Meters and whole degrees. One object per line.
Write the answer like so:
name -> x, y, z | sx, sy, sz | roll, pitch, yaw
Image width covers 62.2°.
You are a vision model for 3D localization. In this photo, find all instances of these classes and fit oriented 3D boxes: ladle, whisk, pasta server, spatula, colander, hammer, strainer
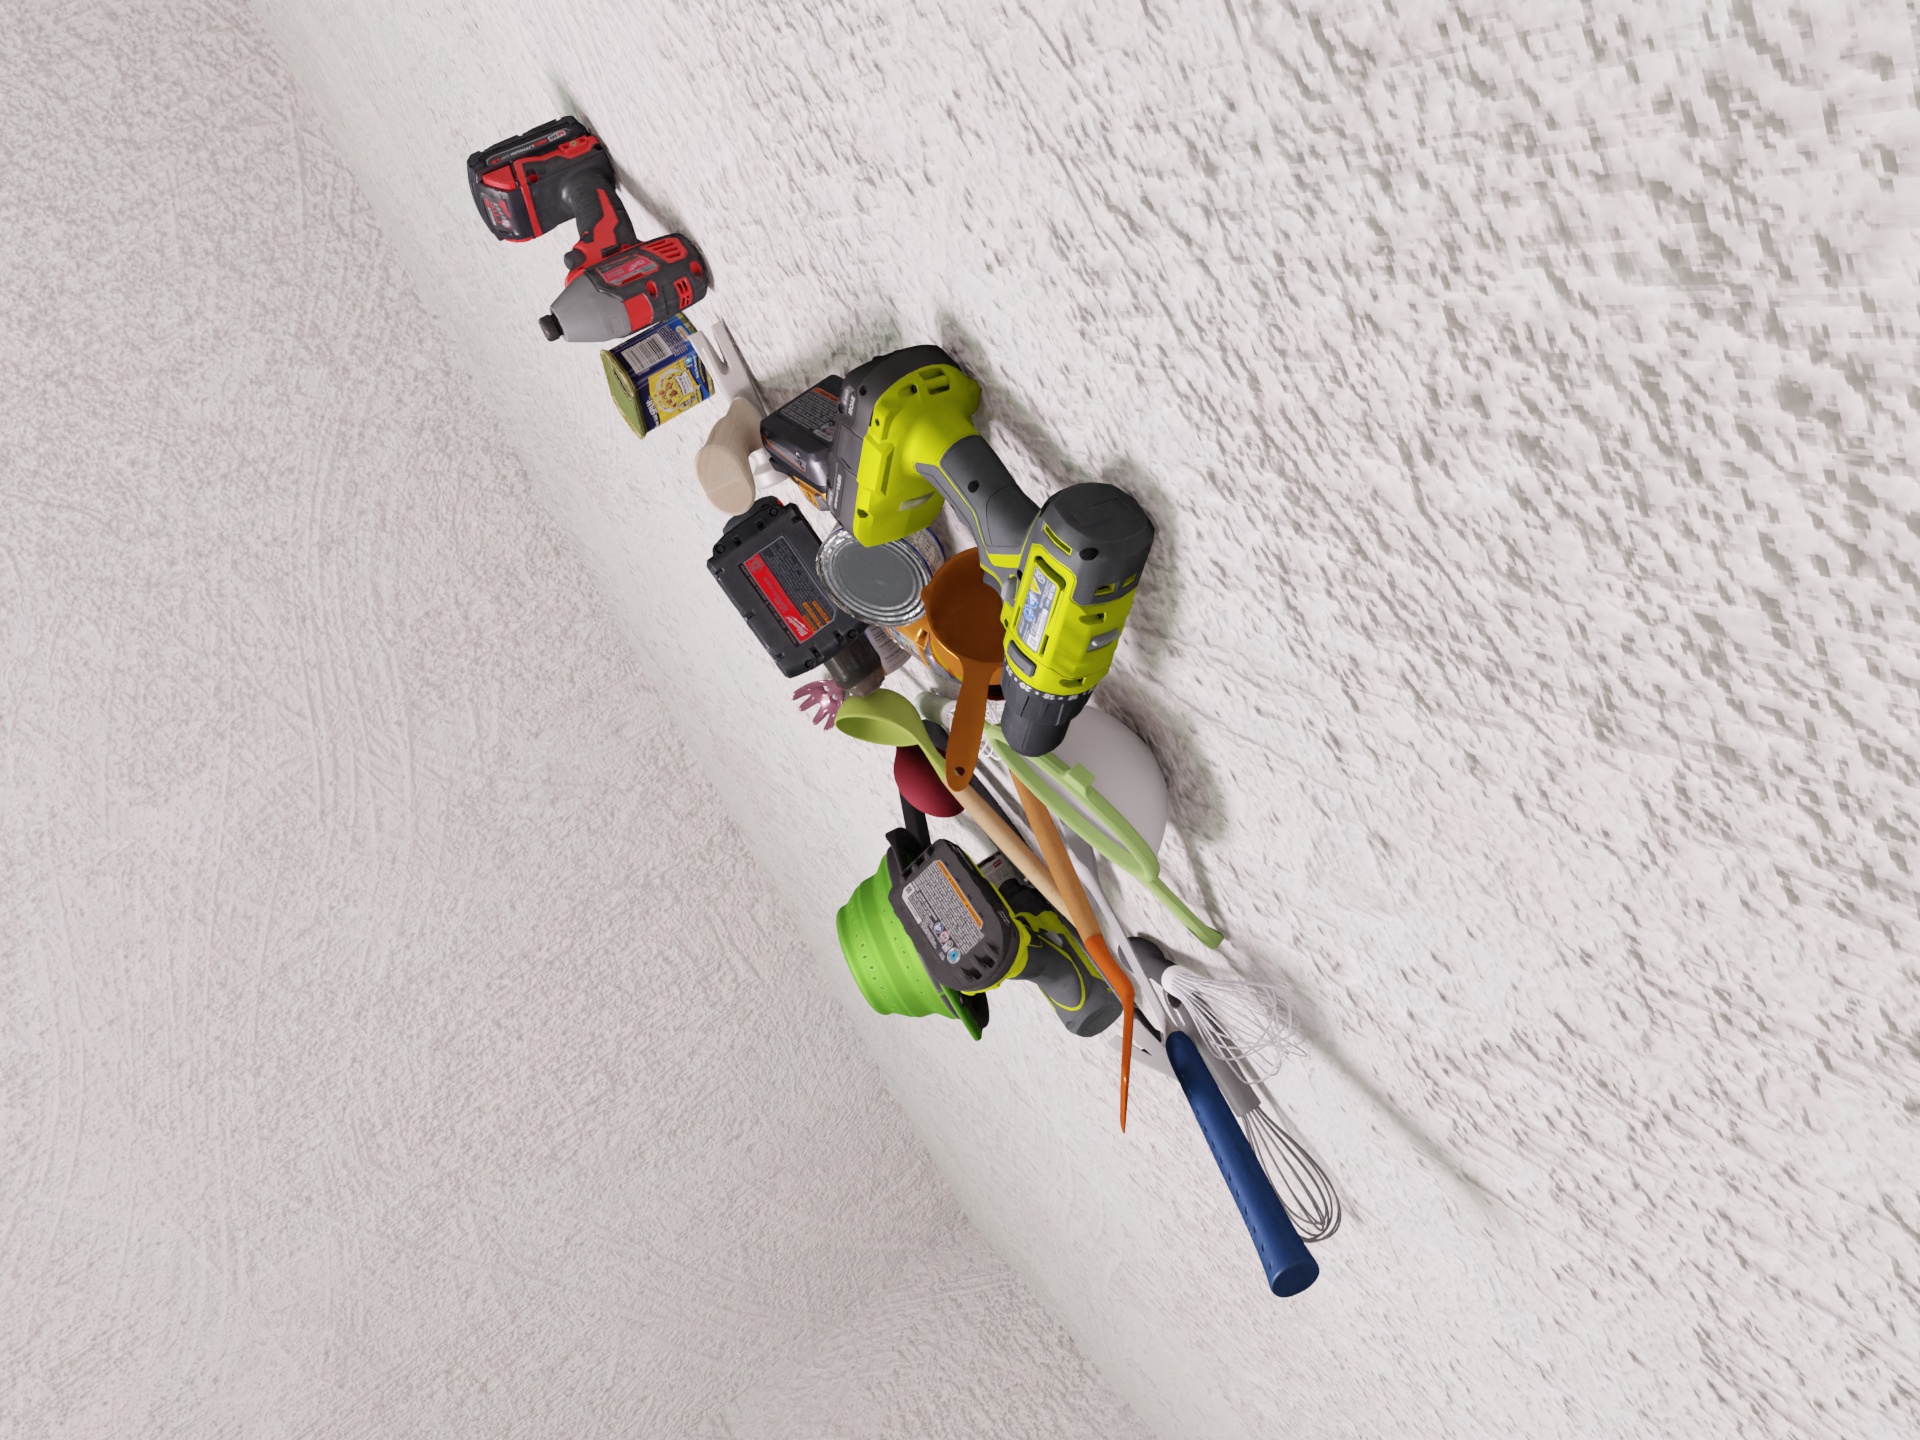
ladle -> -0.076, -0.019, 1.487 | 0.316, 0.069, 0.031 | 53, 142, 43
whisk -> -0.002, -0.004, 1.355 | 0.057, 0.059, 0.246 | 66, 169, -12
whisk -> 0.179, 0.209, 1.212 | 0.070, 0.070, 0.285 | 60, 169, -14
pasta server -> -0.128, -0.041, 1.685 | 0.060, 0.040, 0.316 | 45, 164, -4
spatula -> 0.081, 0.146, 1.176 | 0.081, 0.041, 0.323 | 85, 167, -49
colander -> -0.066, 0.170, 1.569 | 0.397, 0.094, 0.204 | -105, -11, -59
hammer -> 0.149, 0.219, 1.141 | 0.406, 0.035, 0.143 | -116, 13, -45
strainer -> 0.125, 0.067, 1.100 | 0.256, 0.069, 0.152 | 45, 173, -31
hammer -> -0.175, -0.224, 1.208 | 0.411, 0.038, 0.146 | -106, -9, -74
hammer -> 0.070, 0.147, 1.389 | 0.409, 0.036, 0.149 | 52, -169, 31
whisk -> 0.230, 0.314, 1.284 | 0.239, 0.055, 0.055 | 59, 165, 8
ladle -> -0.002, 0.072, 1.306 | 0.320, 0.062, 0.078 | 46, -172, 39

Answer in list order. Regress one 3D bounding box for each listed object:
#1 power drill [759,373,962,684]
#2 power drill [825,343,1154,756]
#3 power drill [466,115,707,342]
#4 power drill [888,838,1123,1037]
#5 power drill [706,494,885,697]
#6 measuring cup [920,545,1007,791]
power drill -> -0.066, -0.145, 1.207 | 0.186, 0.084, 0.226 | 39, 161, 53
power drill -> 0.013, -0.103, 0.972 | 0.229, 0.080, 0.190 | 49, 144, 28
power drill -> -0.325, -0.407, 1.351 | 0.220, 0.143, 0.078 | 52, 162, 26
power drill -> 0.040, 0.188, 1.413 | 0.223, 0.080, 0.171 | 30, -161, -52
power drill -> -0.120, -0.090, 1.258 | 0.188, 0.080, 0.227 | 55, 180, -9
measuring cup -> 0.013, -0.029, 1.054 | 0.095, 0.174, 0.052 | 9, 161, 6
